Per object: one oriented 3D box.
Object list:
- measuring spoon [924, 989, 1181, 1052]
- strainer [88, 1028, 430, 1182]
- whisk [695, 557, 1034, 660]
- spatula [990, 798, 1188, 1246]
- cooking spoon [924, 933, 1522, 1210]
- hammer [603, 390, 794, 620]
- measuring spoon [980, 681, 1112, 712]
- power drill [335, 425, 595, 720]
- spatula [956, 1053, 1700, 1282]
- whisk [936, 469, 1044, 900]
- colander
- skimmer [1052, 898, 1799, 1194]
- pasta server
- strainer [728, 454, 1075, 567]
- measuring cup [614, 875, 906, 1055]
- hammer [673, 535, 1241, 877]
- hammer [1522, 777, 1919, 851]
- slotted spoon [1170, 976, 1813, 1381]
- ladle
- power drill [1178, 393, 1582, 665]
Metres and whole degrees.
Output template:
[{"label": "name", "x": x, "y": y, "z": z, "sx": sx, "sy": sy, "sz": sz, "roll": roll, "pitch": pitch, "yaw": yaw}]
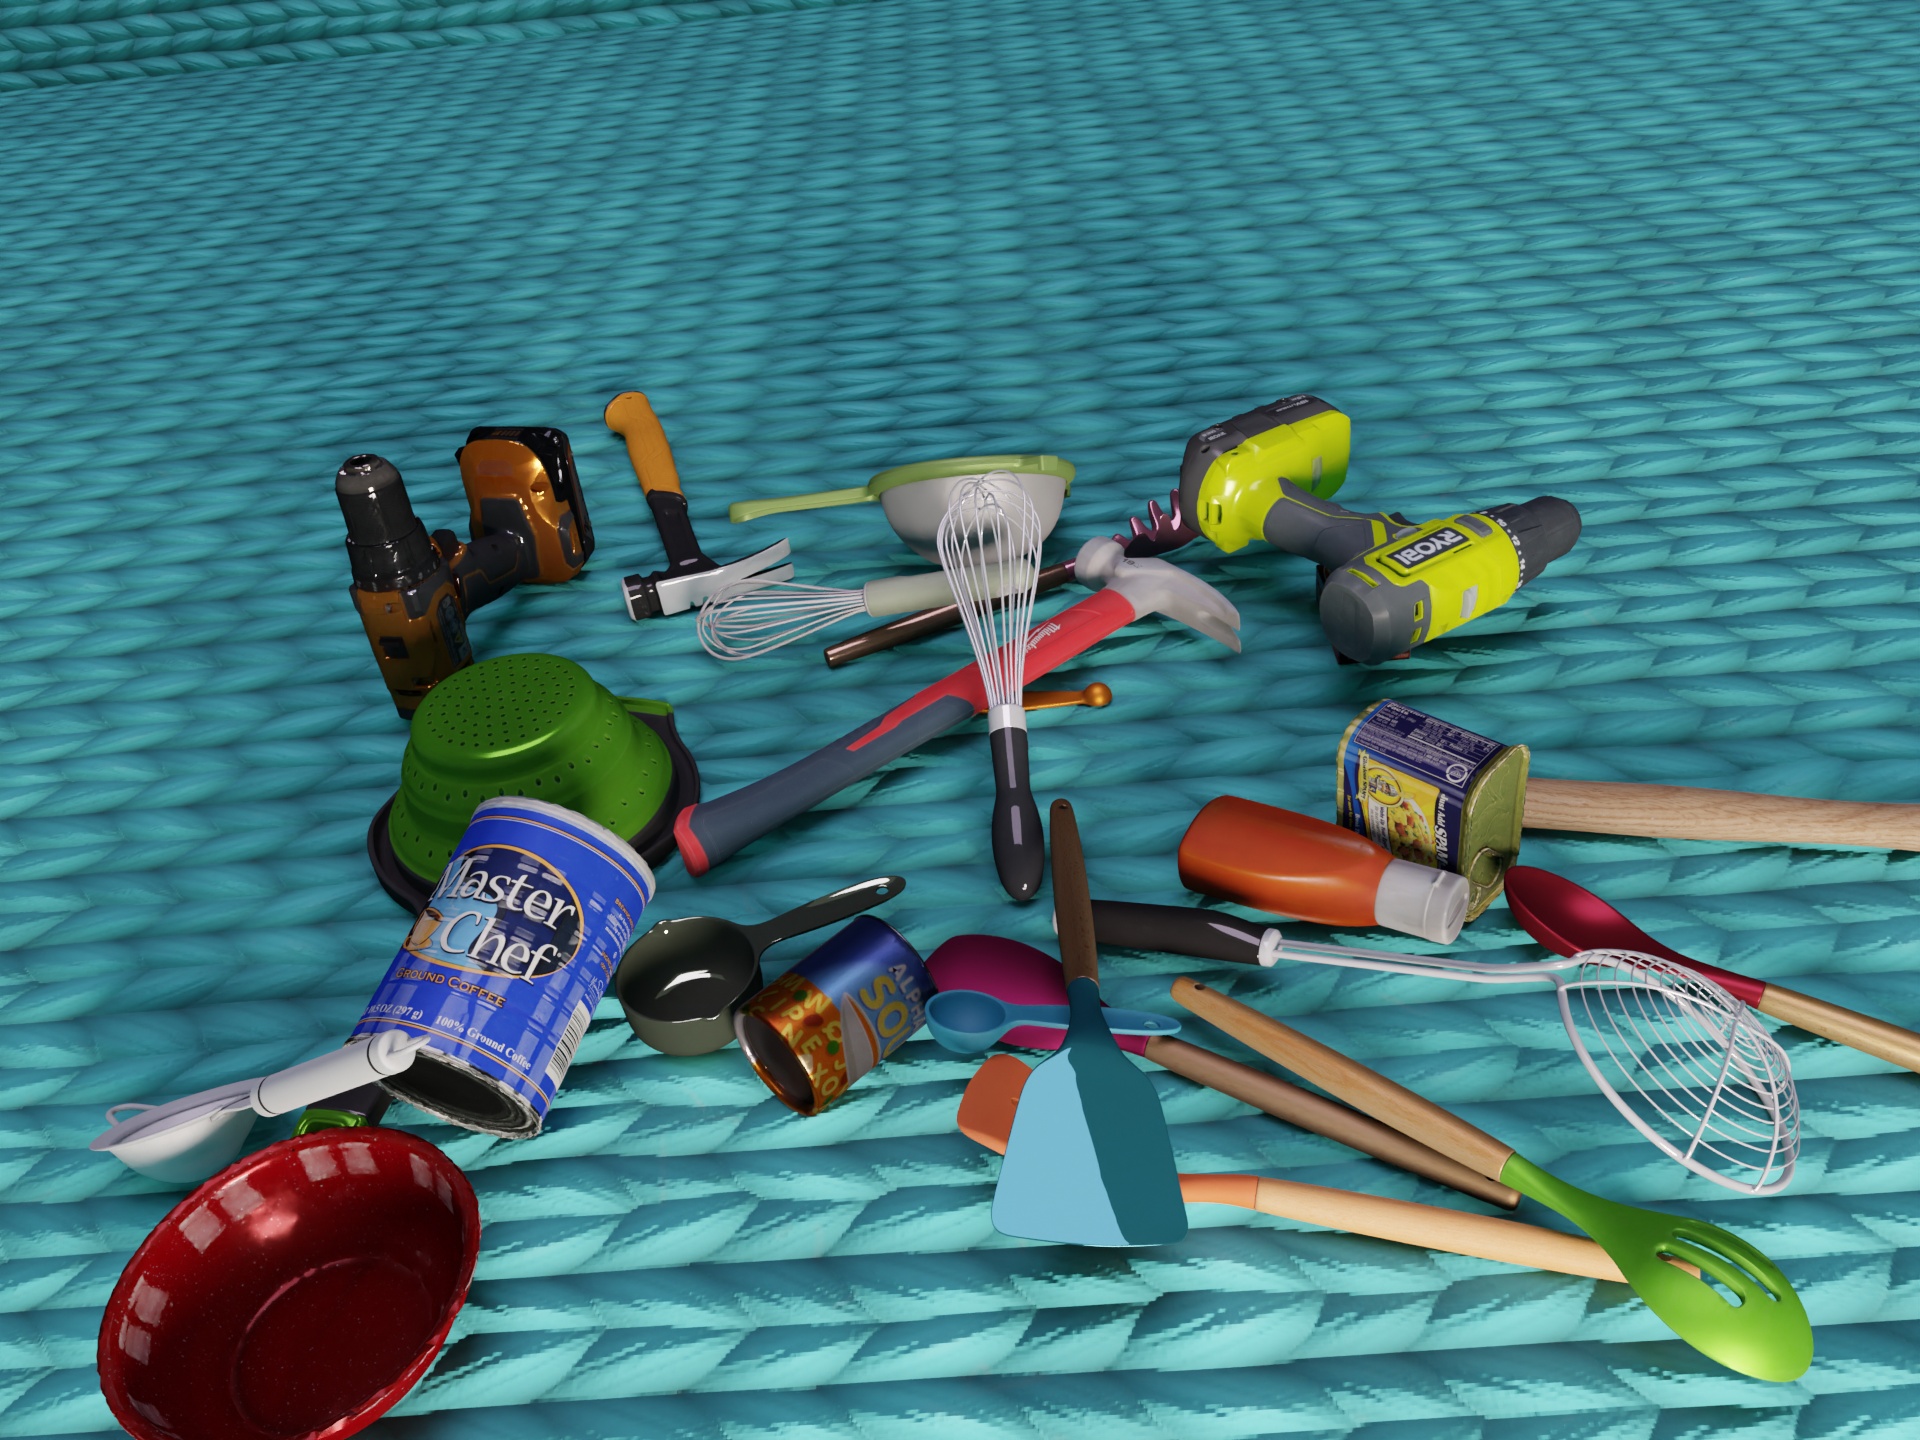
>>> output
[{"label": "measuring spoon", "x": 0.045, "y": 0.155, "z": 0.788, "sx": 0.128, "sy": 0.021, "sz": 0.042, "roll": 4, "pitch": 20, "yaw": -6}, {"label": "strainer", "x": -0.331, "y": 0.182, "z": 0.754, "sx": 0.258, "sy": 0.050, "sz": 0.087, "roll": -23, "pitch": 0, "yaw": 33}, {"label": "whisk", "x": -0.068, "y": -0.082, "z": 1.084, "sx": 0.246, "sy": 0.057, "sz": 0.059, "roll": -8, "pitch": 71, "yaw": 16}, {"label": "spatula", "x": 0.056, "y": 0.127, "z": 0.788, "sx": 0.082, "sy": 0.044, "sz": 0.318, "roll": 3, "pitch": 26, "yaw": -1}, {"label": "cooking spoon", "x": 0.117, "y": 0.169, "z": 0.787, "sx": 0.319, "sy": 0.017, "sz": 0.069, "roll": 19, "pitch": 40, "yaw": 28}, {"label": "hammer", "x": -0.234, "y": -0.190, "z": 1.292, "sx": 0.127, "sy": 0.034, "sz": 0.337, "roll": -16, "pitch": 39, "yaw": -11}, {"label": "measuring spoon", "x": 0.041, "y": -0.016, "z": 1.044, "sx": 0.117, "sy": 0.011, "sz": 0.021, "roll": -3, "pitch": 38, "yaw": 6}, {"label": "power drill", "x": -0.351, "y": -0.133, "z": 1.118, "sx": 0.084, "sy": 0.185, "sz": 0.226, "roll": 3, "pitch": 36, "yaw": 15}, {"label": "spatula", "x": 0.158, "y": 0.209, "z": 0.712, "sx": 0.322, "sy": 0.041, "sz": 0.081, "roll": 7, "pitch": 15, "yaw": 14}, {"label": "whisk", "x": 0.026, "y": -0.028, "z": 0.953, "sx": 0.070, "sy": 0.070, "sz": 0.285, "roll": -6, "pitch": 64, "yaw": 1}, {"label": "colander", "x": -0.285, "y": 0.074, "z": 0.908, "sx": 0.204, "sy": 0.094, "sz": 0.397, "roll": 3, "pitch": 38, "yaw": 13}, {"label": "skimmer", "x": 0.213, "y": 0.148, "z": 0.789, "sx": 0.363, "sy": 0.090, "sz": 0.127, "roll": 4, "pitch": 19, "yaw": 30}, {"label": "pasta server", "x": 0.048, "y": -0.104, "z": 1.136, "sx": 0.316, "sy": 0.040, "sz": 0.060, "roll": -21, "pitch": 11, "yaw": -15}, {"label": "strainer", "x": -0.042, "y": -0.141, "z": 1.155, "sx": 0.256, "sy": 0.069, "sz": 0.151, "roll": -6, "pitch": 0, "yaw": 7}, {"label": "measuring cup", "x": -0.103, "y": 0.128, "z": 0.860, "sx": 0.167, "sy": 0.038, "sz": 0.083, "roll": -21, "pitch": 40, "yaw": -21}, {"label": "hammer", "x": -0.002, "y": -0.003, "z": 1.000, "sx": 0.386, "sy": 0.038, "sz": 0.143, "roll": -30, "pitch": 42, "yaw": -25}, {"label": "hammer", "x": 0.427, "y": 0.054, "z": 0.879, "sx": 0.331, "sy": 0.031, "sz": 0.130, "roll": 3, "pitch": 38, "yaw": 13}, {"label": "slotted spoon", "x": 0.221, "y": 0.187, "z": 0.712, "sx": 0.314, "sy": 0.031, "sz": 0.070, "roll": 25, "pitch": 31, "yaw": 38}, {"label": "ladle", "x": 0.416, "y": 0.142, "z": 0.771, "sx": 0.316, "sy": 0.031, "sz": 0.069, "roll": 21, "pitch": 26, "yaw": 28}, {"label": "power drill", "x": 0.274, "y": -0.136, "z": 1.061, "sx": 0.190, "sy": 0.080, "sz": 0.229, "roll": -25, "pitch": 42, "yaw": -22}]
